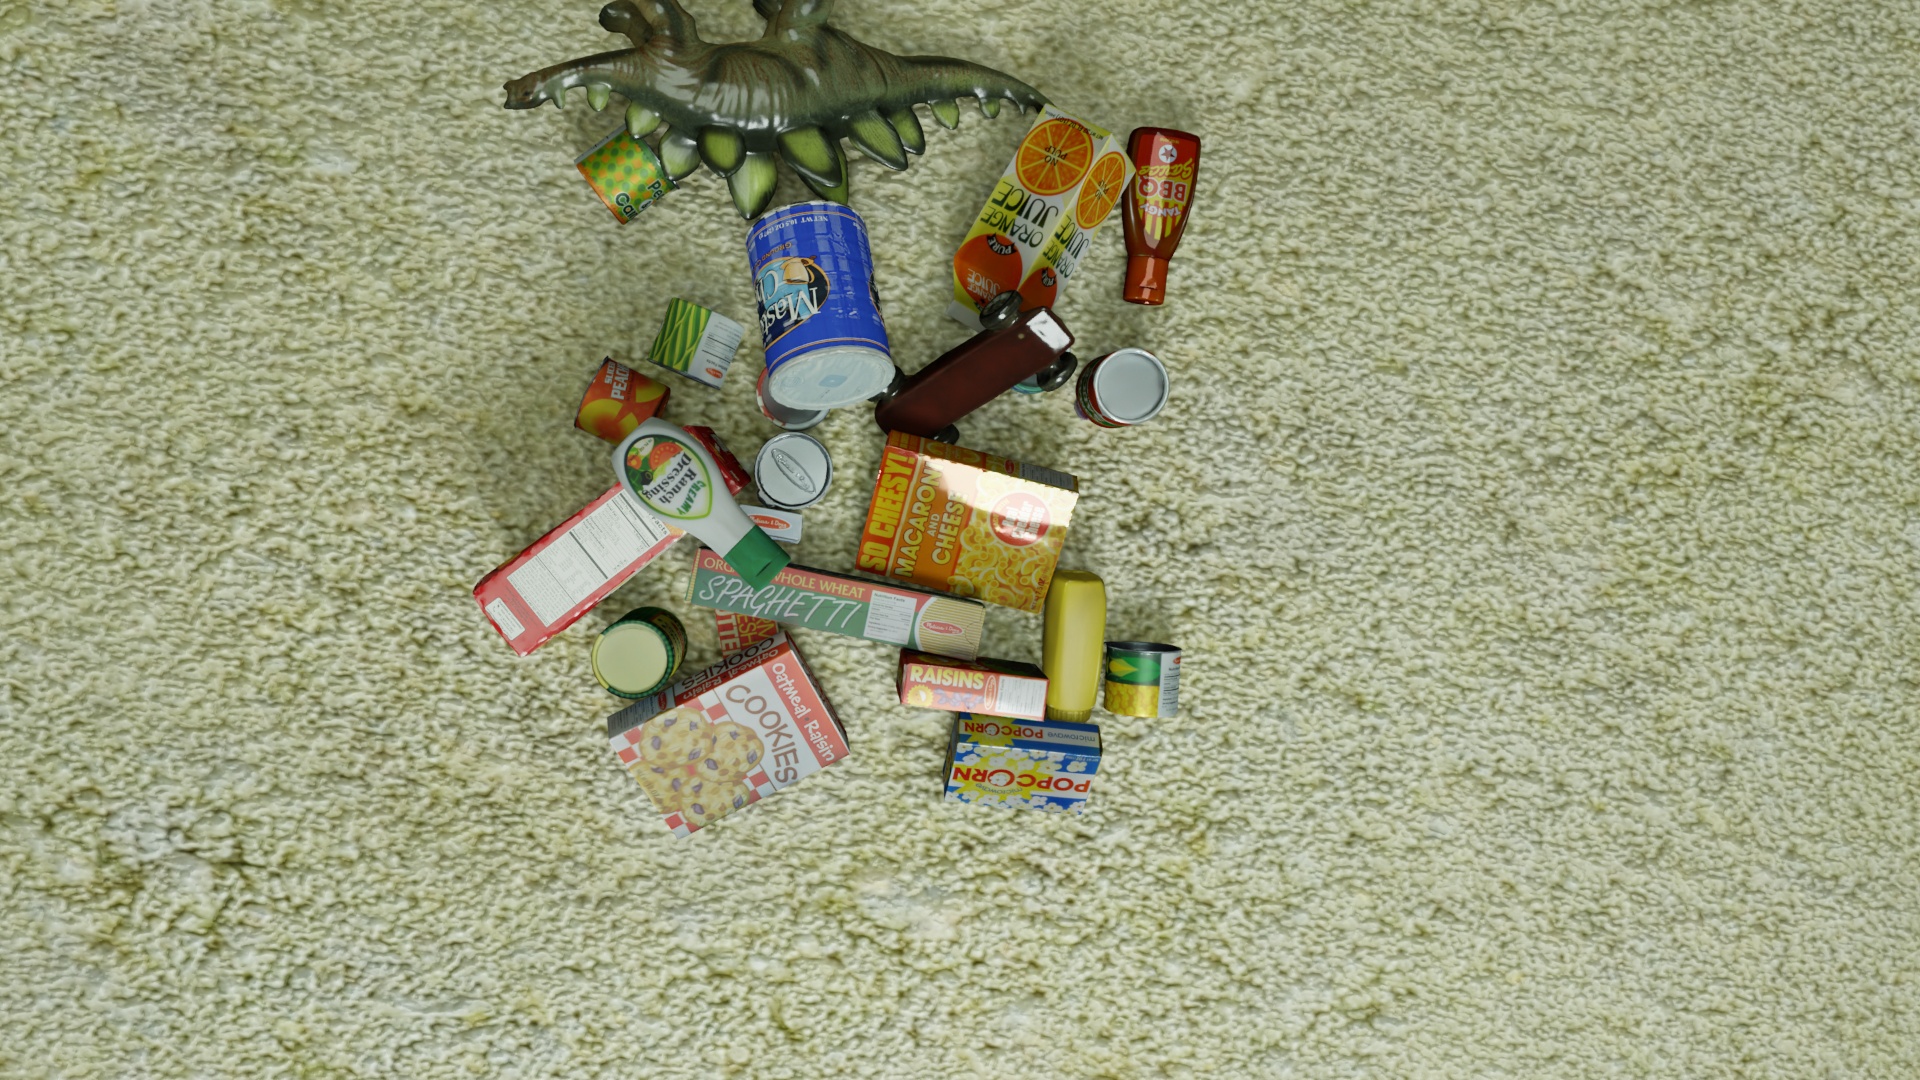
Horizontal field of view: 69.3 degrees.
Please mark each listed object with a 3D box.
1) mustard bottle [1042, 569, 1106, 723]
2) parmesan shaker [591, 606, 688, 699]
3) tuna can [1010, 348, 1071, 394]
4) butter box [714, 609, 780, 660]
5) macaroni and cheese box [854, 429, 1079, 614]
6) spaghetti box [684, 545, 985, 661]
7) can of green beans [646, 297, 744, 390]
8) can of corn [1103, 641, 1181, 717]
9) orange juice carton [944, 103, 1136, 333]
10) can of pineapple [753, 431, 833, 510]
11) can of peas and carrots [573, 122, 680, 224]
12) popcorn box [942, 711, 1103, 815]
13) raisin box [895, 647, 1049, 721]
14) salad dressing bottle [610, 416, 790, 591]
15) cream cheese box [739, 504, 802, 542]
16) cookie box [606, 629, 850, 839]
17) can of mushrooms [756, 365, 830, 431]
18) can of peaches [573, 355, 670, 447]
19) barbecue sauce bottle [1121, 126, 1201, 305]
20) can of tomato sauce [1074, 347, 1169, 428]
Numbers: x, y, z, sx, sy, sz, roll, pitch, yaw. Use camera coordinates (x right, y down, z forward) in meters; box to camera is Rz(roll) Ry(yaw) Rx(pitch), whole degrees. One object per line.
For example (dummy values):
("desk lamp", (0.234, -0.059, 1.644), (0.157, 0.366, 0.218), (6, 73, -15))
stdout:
("mustard bottle", (0.098, 0.107, 1.218), (0.049, 0.065, 0.159), (1, 102, -11))
("parmesan shaker", (-0.266, 0.096, 1.161), (0.071, 0.103, 0.071), (0, 93, -5))
("tuna can", (0.061, -0.163, 1.215), (0.071, 0.033, 0.071), (0, 93, -6))
("butter box", (-0.182, 0.087, 1.208), (0.053, 0.024, 0.103), (-10, 94, -5))
("macaroni and cheese box", (0.004, -0.015, 1.192), (0.166, 0.040, 0.123), (14, 115, -5))
("spaghetti box", (-0.105, 0.053, 1.182), (0.250, 0.029, 0.050), (12, 93, -4))
("can of green beans", (-0.223, -0.166, 1.173), (0.071, 0.071, 0.058), (22, 90, -6))
("can of corn", (0.157, 0.121, 1.221), (0.071, 0.071, 0.058), (3, 93, -5))
("orange juice carton", (0.061, -0.260, 1.175), (0.072, 0.073, 0.192), (33, 94, 26))
("can of pineapple", (-0.144, -0.059, 1.188), (0.071, 0.058, 0.071), (0, 92, -5))
("can of peas and carrots", (-0.278, -0.305, 1.161), (0.059, 0.071, 0.071), (-37, 95, -2))
("popcorn box", (0.053, 0.194, 1.205), (0.127, 0.038, 0.084), (7, 133, -5))
("raisin box", (0.008, 0.123, 1.196), (0.123, 0.086, 0.040), (7, 94, -5))
("salad dressing bottle", (-0.190, -0.025, 1.027), (0.147, 0.044, 0.064), (44, 90, -7))
("cream cheese box", (-0.159, -0.013, 1.166), (0.053, 0.104, 0.024), (11, 88, -7))
("cookie box", (-0.194, 0.165, 1.179), (0.167, 0.040, 0.122), (-26, 120, -3))
("can of mushrooms", (-0.144, -0.130, 1.198), (0.071, 0.033, 0.071), (0, 93, -5))
("can of peaches", (-0.283, -0.113, 1.168), (0.058, 0.071, 0.071), (26, 90, -7))
("barbecue sauce bottle", (0.170, -0.282, 1.215), (0.065, 0.043, 0.148), (7, 92, -7))
("can of tomato sauce", (0.137, -0.130, 1.198), (0.071, 0.083, 0.071), (0, 93, -5))
